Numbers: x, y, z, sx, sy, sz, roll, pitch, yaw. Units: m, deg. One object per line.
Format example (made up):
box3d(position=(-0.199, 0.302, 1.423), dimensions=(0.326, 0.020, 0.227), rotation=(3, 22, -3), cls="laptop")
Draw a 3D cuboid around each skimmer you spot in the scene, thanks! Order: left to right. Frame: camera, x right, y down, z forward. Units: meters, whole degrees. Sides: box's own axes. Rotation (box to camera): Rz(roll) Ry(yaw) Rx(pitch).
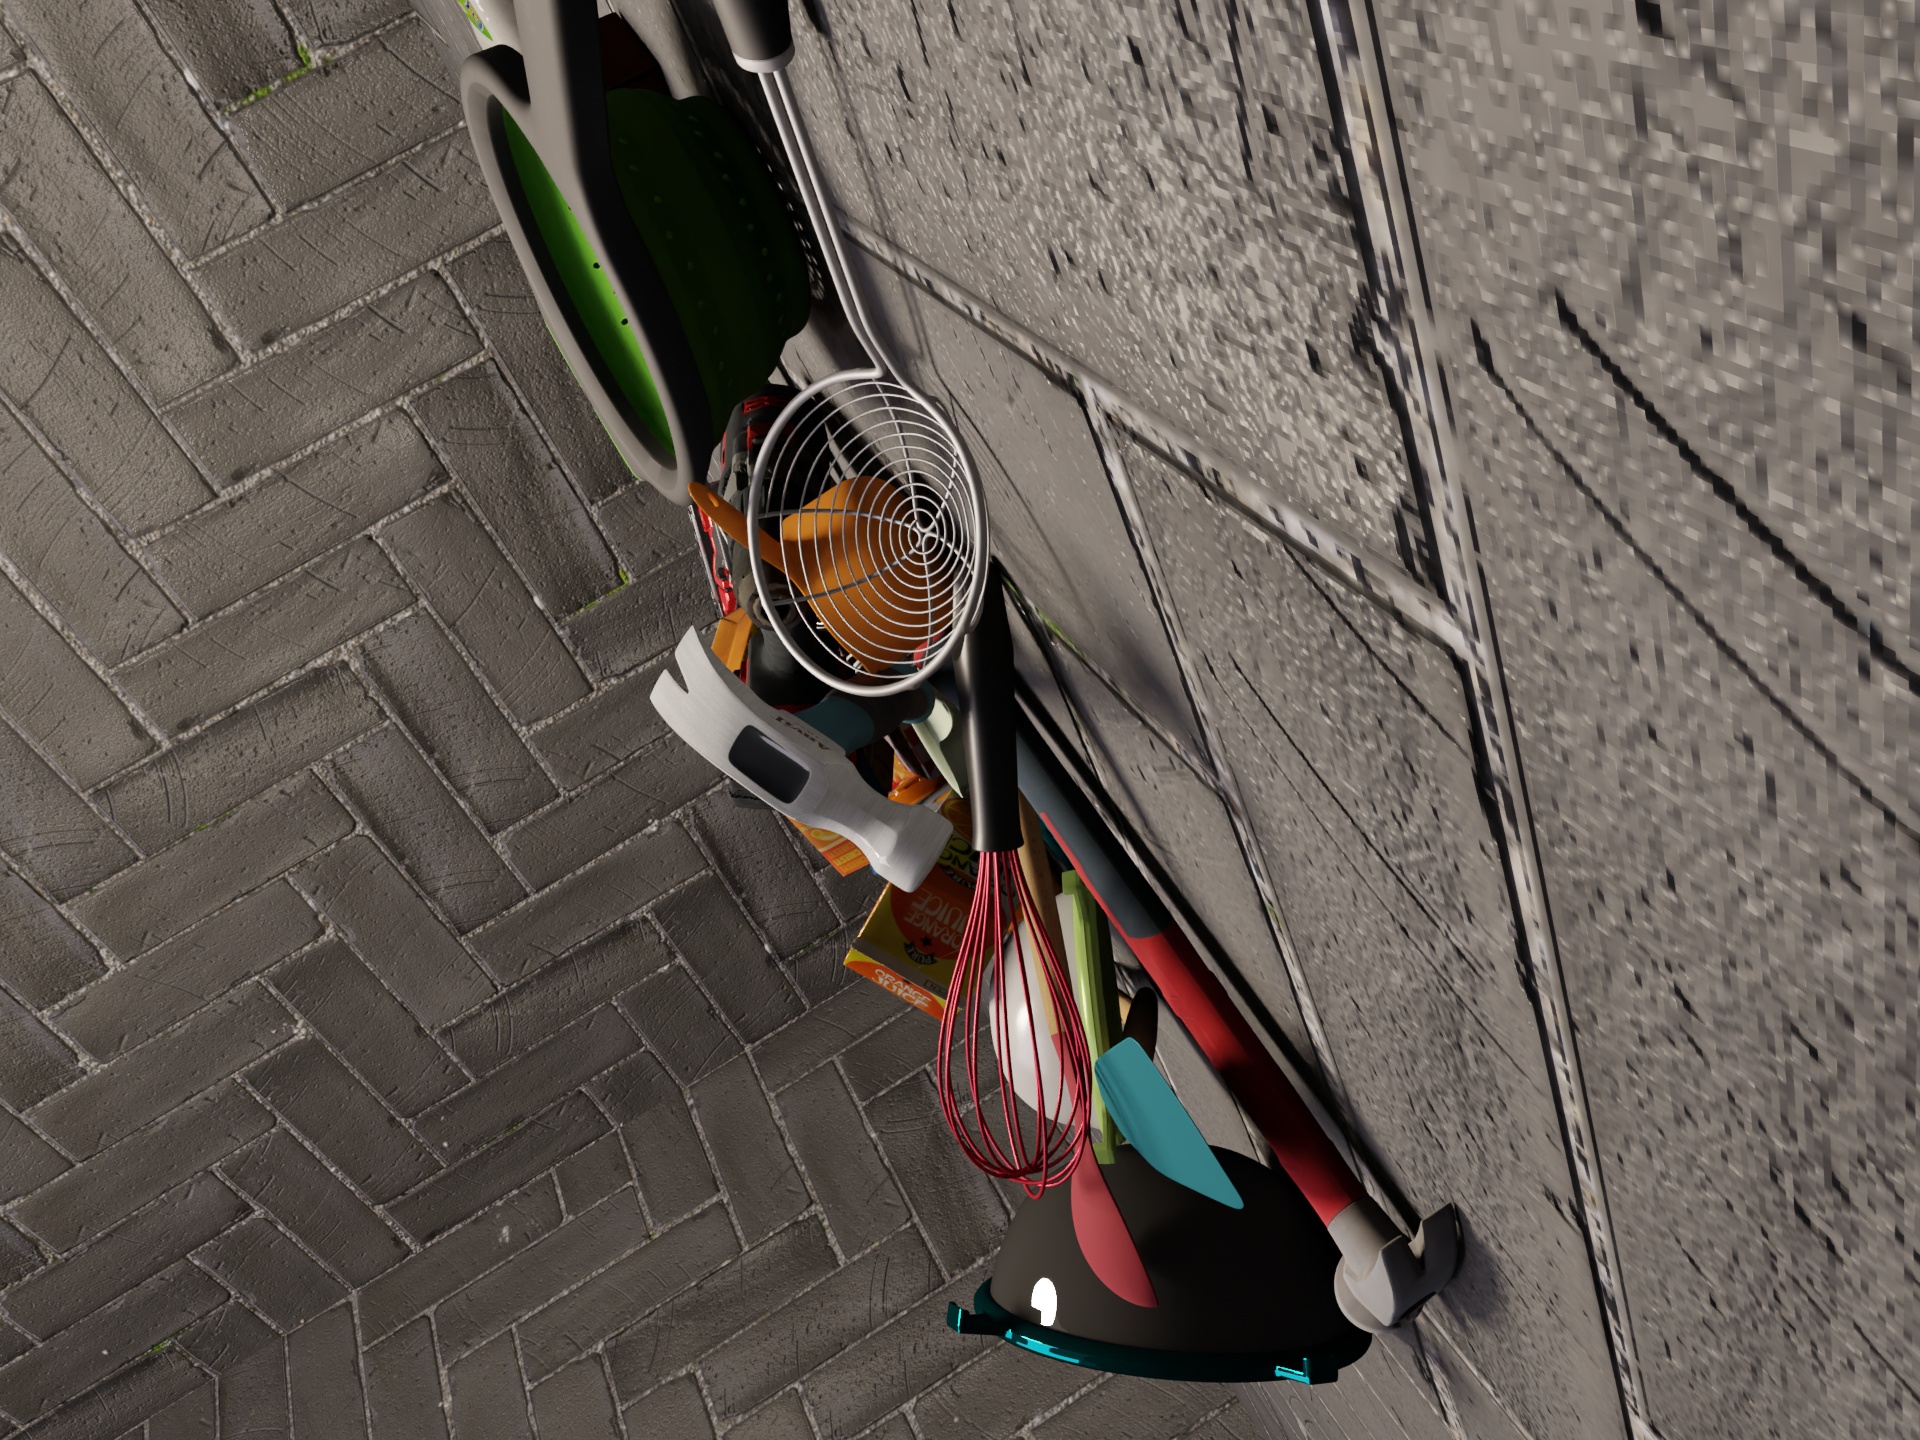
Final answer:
box3d(position=(-0.066, -0.152, 0.530), dimensions=(0.127, 0.090, 0.362), rotation=(30, 156, 32), cls="skimmer")

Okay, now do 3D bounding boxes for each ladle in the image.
box3d(position=(0.048, 0.130, 0.793), dimensions=(0.069, 0.031, 0.316), rotation=(92, 168, -70), cls="ladle")

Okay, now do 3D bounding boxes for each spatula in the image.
box3d(position=(0.098, 0.168, 0.799), dimensions=(0.082, 0.044, 0.317), rotation=(56, -172, 2), cls="spatula")

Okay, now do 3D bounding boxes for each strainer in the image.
box3d(position=(0.058, 0.164, 0.935), dimensions=(0.256, 0.069, 0.151), rotation=(35, -131, -82), cls="strainer")
box3d(position=(0.135, 0.284, 0.918), dimensions=(0.340, 0.211, 0.095), rotation=(15, -104, -70), cls="strainer")

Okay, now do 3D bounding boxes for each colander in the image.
box3d(position=(-0.117, -0.223, 0.623), dimensions=(0.204, 0.094, 0.397), rotation=(59, 166, 6), cls="colander")

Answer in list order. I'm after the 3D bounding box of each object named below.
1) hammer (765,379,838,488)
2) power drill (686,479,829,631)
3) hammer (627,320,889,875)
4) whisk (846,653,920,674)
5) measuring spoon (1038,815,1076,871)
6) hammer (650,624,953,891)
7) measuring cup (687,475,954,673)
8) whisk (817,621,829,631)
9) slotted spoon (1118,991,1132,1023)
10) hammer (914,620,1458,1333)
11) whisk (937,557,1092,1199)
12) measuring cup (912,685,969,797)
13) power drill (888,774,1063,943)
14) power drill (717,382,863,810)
box3d(position=(-0.151, -0.236, 0.941), dimensions=(0.331, 0.031, 0.130), rotation=(56, 157, -15), cls="hammer")
box3d(position=(-0.147, -0.122, 1.230), dimensions=(0.220, 0.078, 0.143), rotation=(-149, 43, -70), cls="power drill")
box3d(position=(-0.136, -0.084, 1.057), dimensions=(0.405, 0.035, 0.144), rotation=(63, -168, 0), cls="hammer")
box3d(position=(-0.040, -0.053, 0.973), dimensions=(0.246, 0.058, 0.059), rotation=(113, 157, -77), cls="whisk")
box3d(position=(0.058, 0.063, 0.910), dimensions=(0.128, 0.021, 0.042), rotation=(53, -177, -46), cls="measuring spoon")
box3d(position=(-0.049, 0.000, 0.718), dimensions=(0.128, 0.033, 0.331), rotation=(33, -172, 1), cls="hammer")
box3d(position=(-0.057, -0.084, 0.726), dimensions=(0.173, 0.052, 0.095), rotation=(31, -149, -61), cls="measuring cup")
box3d(position=(-0.133, -0.175, 1.066), dimensions=(0.285, 0.070, 0.070), rotation=(62, 175, 22), cls="whisk")
box3d(position=(0.091, 0.199, 1.194), dimensions=(0.070, 0.031, 0.314), rotation=(59, 171, -3), cls="slotted spoon")
box3d(position=(0.084, 0.088, 0.715), dimensions=(0.387, 0.038, 0.143), rotation=(55, 171, 29), cls="hammer")
box3d(position=(0.018, 0.075, 0.713), dimensions=(0.073, 0.073, 0.296), rotation=(-148, 52, -75), cls="whisk")
box3d(position=(-0.002, -0.003, 0.946), dimensions=(0.083, 0.038, 0.167), rotation=(58, 171, 5), cls="measuring cup")
box3d(position=(0.015, 0.112, 1.145), dimensions=(0.164, 0.084, 0.226), rotation=(60, 169, -7), cls="power drill")
box3d(position=(-0.098, -0.052, 0.892), dimensions=(0.188, 0.080, 0.226), rotation=(-98, 7, -50), cls="power drill")
